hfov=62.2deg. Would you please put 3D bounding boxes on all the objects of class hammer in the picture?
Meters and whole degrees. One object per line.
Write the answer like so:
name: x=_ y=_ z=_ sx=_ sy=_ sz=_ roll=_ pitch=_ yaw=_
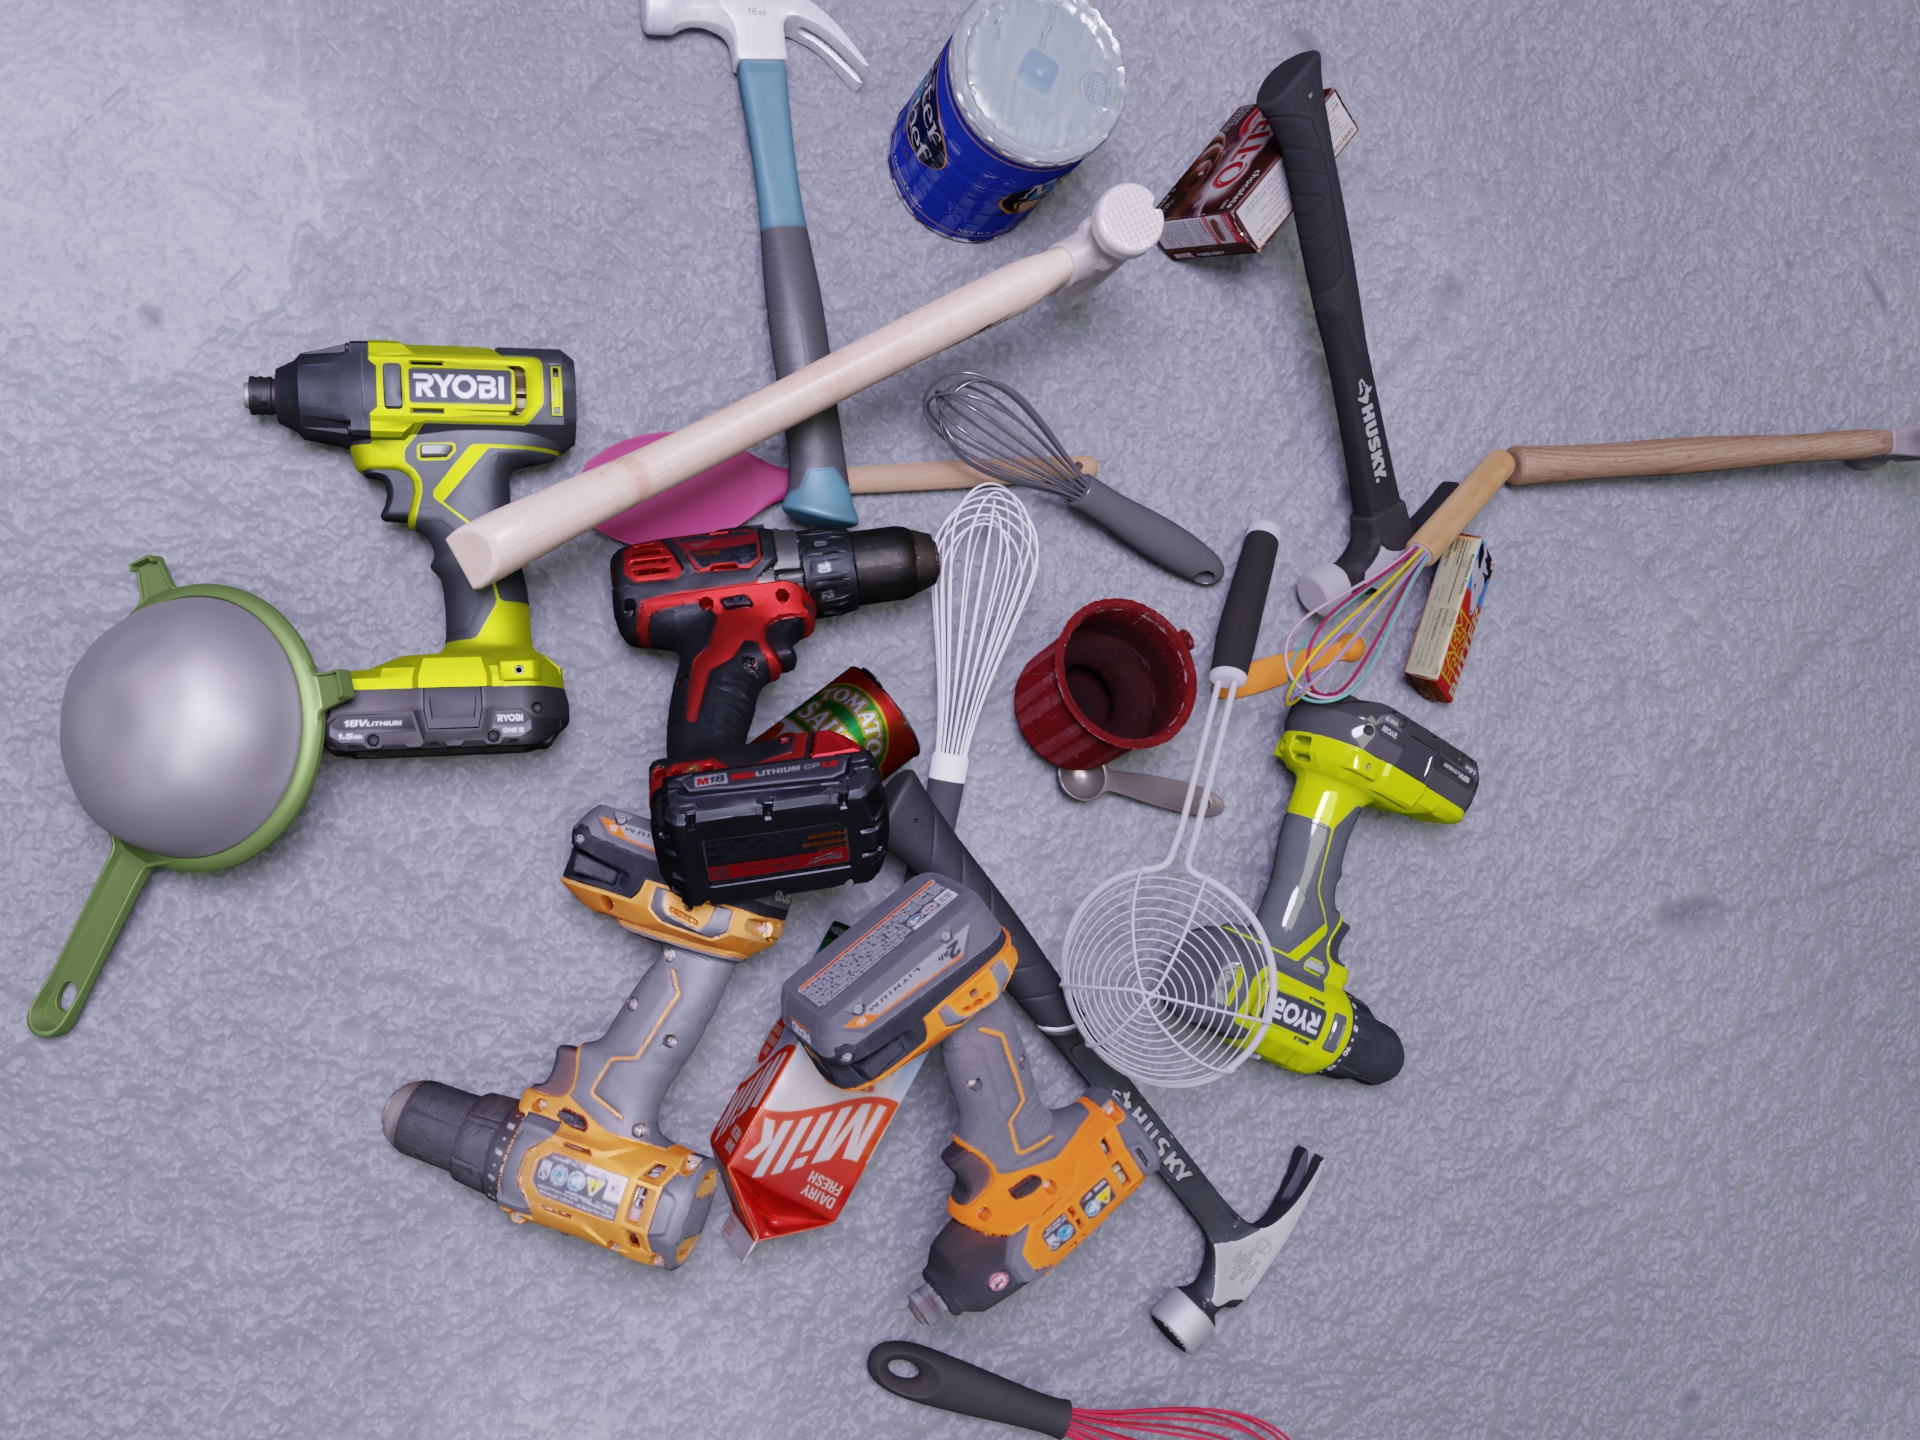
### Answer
hammer: x=-0.085 y=-0.178 z=0.872 sx=0.410 sy=0.146 sz=0.038 roll=-29 pitch=96 yaw=-12
hammer: x=0.244 y=-0.243 z=0.995 sx=0.146 sy=0.035 sz=0.334 roll=-29 pitch=117 yaw=-22
hammer: x=-0.104 y=-0.275 z=0.940 sx=0.128 sy=0.033 sz=0.331 roll=-7 pitch=87 yaw=-17
hammer: x=0.540 y=-0.187 z=1.111 sx=0.331 sy=0.130 sz=0.031 roll=-5 pitch=94 yaw=-9
hammer: x=0.077 y=0.195 z=0.968 sx=0.149 sy=0.036 sz=0.408 roll=-41 pitch=106 yaw=-16

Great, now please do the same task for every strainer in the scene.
strainer: x=-0.427 y=0.049 z=0.801 sx=0.151 sy=0.069 sz=0.256 roll=29 pitch=94 yaw=16

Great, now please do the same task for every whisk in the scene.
whisk: x=-0.001 y=-0.003 z=0.964 sx=0.070 sy=0.070 sz=0.284 roll=9 pitch=91 yaw=-16
whisk: x=0.081 y=0.434 z=0.975 sx=0.295 sy=0.073 sz=0.073 roll=21 pitch=83 yaw=-8
whisk: x=0.076 y=-0.144 z=0.978 sx=0.238 sy=0.055 sz=0.055 roll=28 pitch=81 yaw=-28
whisk: x=0.280 y=-0.093 z=1.004 sx=0.245 sy=0.051 sz=0.047 roll=-45 pitch=129 yaw=-21

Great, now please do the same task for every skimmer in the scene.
skimmer: x=0.154 y=0.040 z=0.974 sx=0.127 sy=0.090 sz=0.363 roll=6 pitch=57 yaw=22

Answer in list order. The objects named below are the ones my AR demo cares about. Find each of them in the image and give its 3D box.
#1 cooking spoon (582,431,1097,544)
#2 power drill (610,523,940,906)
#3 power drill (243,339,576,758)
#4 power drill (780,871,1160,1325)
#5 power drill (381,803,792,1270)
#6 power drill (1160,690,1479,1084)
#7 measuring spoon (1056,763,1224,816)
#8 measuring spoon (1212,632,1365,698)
cooking spoon: x=-0.066 y=-0.145 z=0.964 sx=0.318 sy=0.017 sz=0.069 roll=-6 pitch=86 yaw=-16
power drill: x=-0.090 y=-0.021 z=0.865 sx=0.188 sy=0.080 sz=0.227 roll=-8 pitch=51 yaw=-7
power drill: x=-0.295 y=-0.093 z=0.867 sx=0.171 sy=0.080 sz=0.223 roll=-2 pitch=85 yaw=-17
power drill: x=-0.002 y=0.216 z=0.871 sx=0.164 sy=0.084 sz=0.226 roll=-38 pitch=112 yaw=-17
power drill: x=-0.202 y=0.164 z=0.872 sx=0.185 sy=0.084 sz=0.226 roll=16 pitch=82 yaw=9
power drill: x=0.242 y=0.114 z=1.013 sx=0.190 sy=0.080 sz=0.228 roll=27 pitch=82 yaw=-31
measuring spoon: x=0.114 y=0.045 z=1.018 sx=0.124 sy=0.018 sz=0.034 roll=13 pitch=70 yaw=-23
measuring spoon: x=0.219 y=-0.036 z=1.050 sx=0.117 sy=0.011 sz=0.021 roll=-17 pitch=93 yaw=-17
